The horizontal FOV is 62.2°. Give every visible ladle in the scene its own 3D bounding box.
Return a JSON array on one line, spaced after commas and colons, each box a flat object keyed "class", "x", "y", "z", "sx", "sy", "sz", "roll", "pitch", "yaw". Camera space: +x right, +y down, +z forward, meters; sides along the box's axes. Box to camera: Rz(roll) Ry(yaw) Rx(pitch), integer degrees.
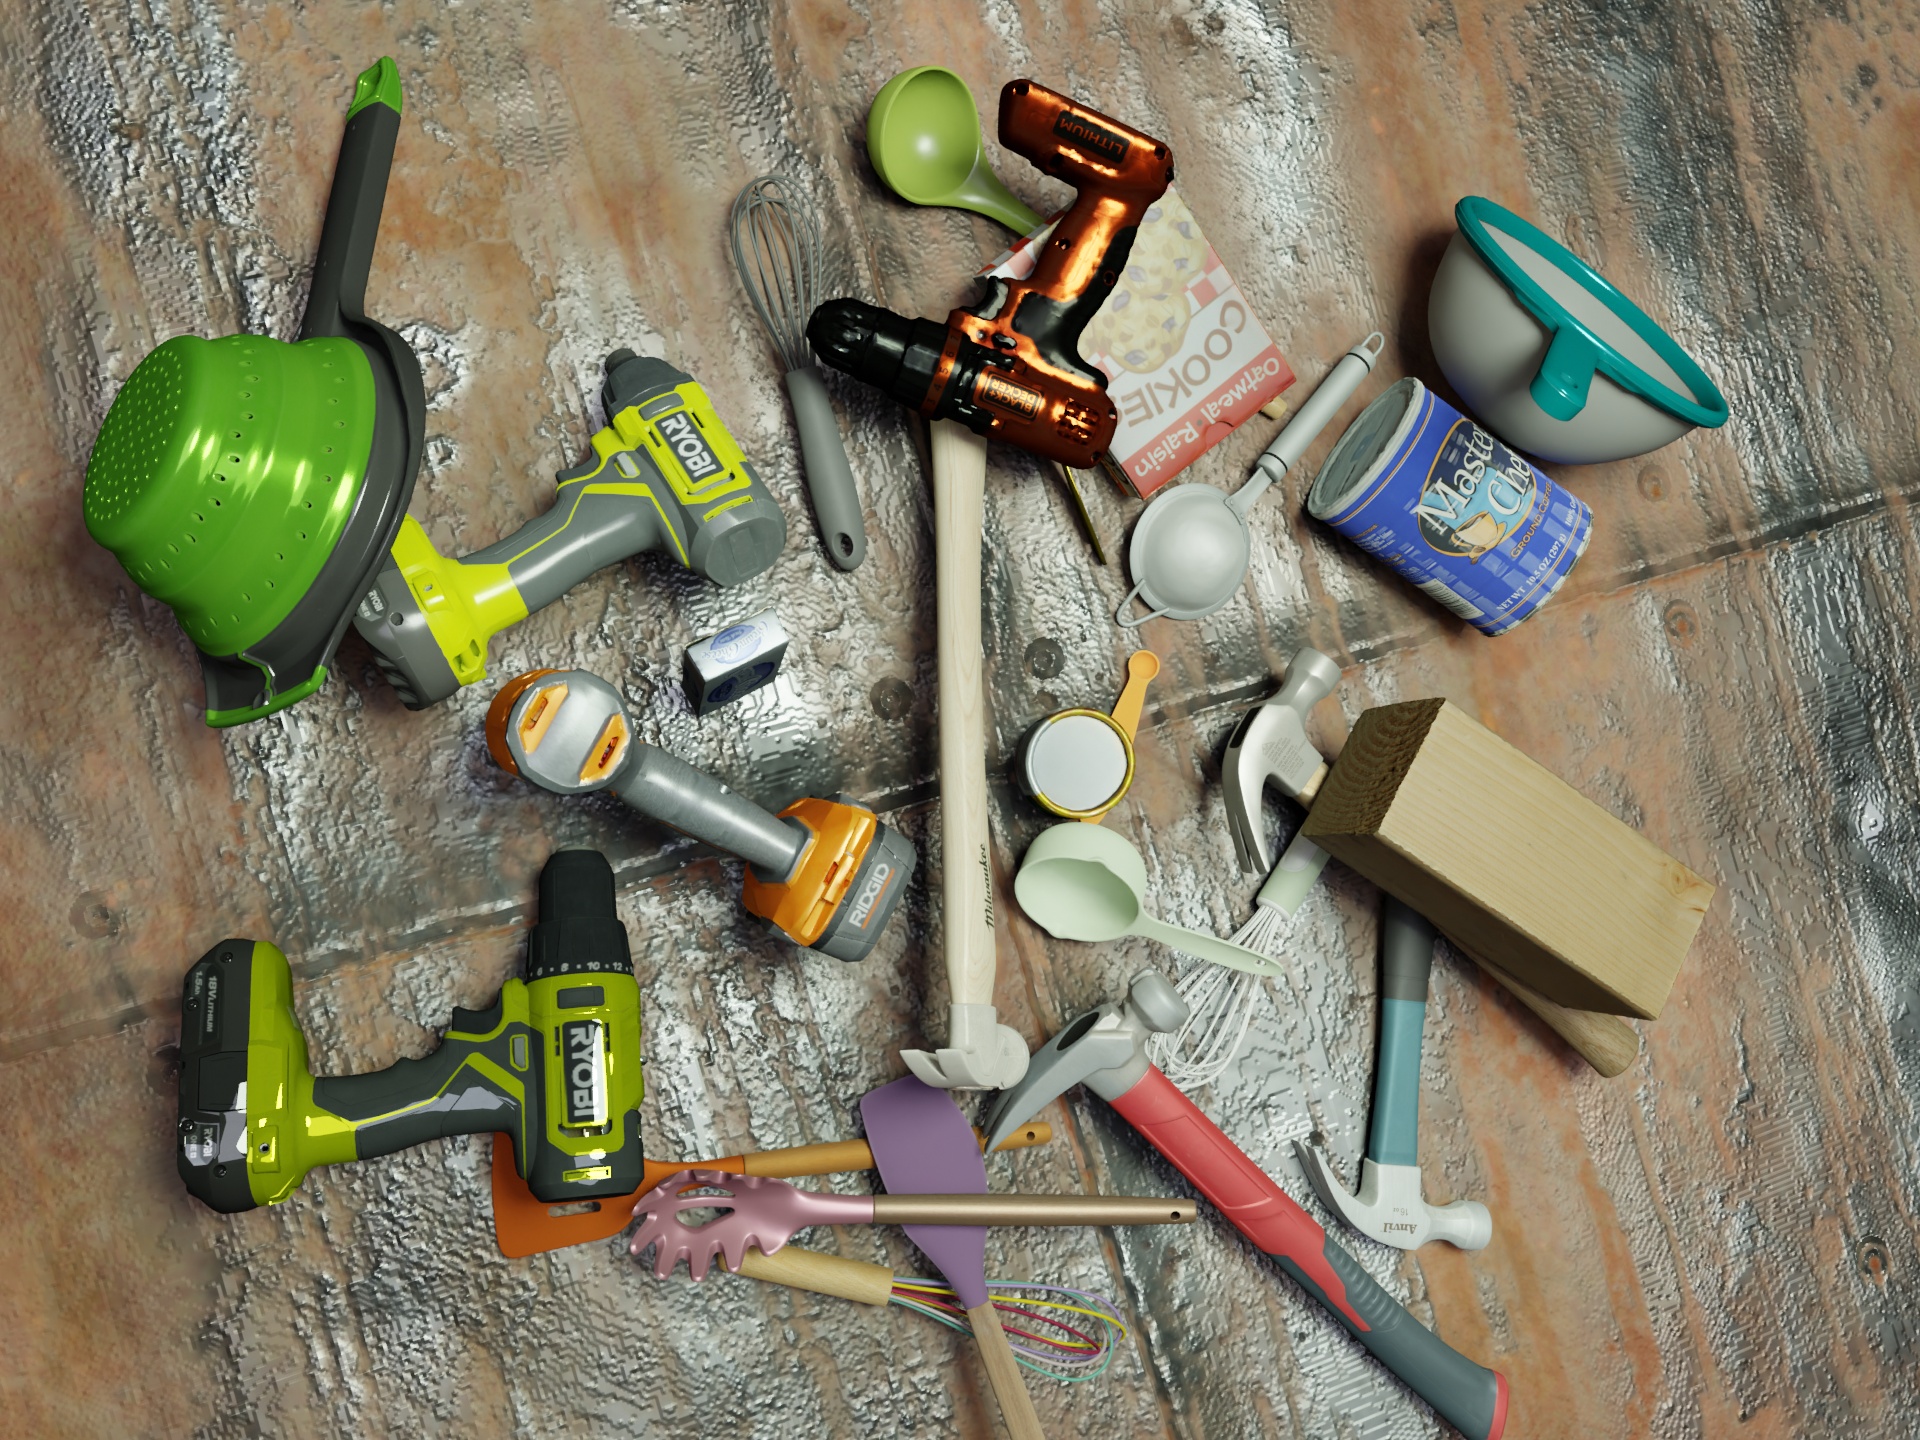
[{"class": "ladle", "x": 0.079, "y": -0.285, "z": 0.983, "sx": 0.320, "sy": 0.062, "sz": 0.078, "roll": 34, "pitch": 86, "yaw": -11}]

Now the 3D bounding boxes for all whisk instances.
[{"class": "whisk", "x": 0.189, "y": 0.123, "z": 0.983, "sx": 0.246, "sy": 0.058, "sz": 0.059, "roll": -54, "pitch": 134, "yaw": -15}, {"class": "whisk", "x": -0.090, "y": -0.206, "z": 0.946, "sx": 0.055, "sy": 0.055, "sz": 0.239, "roll": -14, "pitch": 94, "yaw": -13}, {"class": "whisk", "x": -0.022, "y": 0.337, "z": 0.924, "sx": 0.245, "sy": 0.047, "sz": 0.051, "roll": 15, "pitch": 76, "yaw": -7}]

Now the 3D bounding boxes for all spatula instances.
[{"class": "spatula", "x": 0.021, "y": 0.353, "z": 0.895, "sx": 0.060, "sy": 0.018, "sz": 0.316, "roll": -18, "pitch": 78, "yaw": -15}, {"class": "spatula", "x": -0.103, "y": 0.254, "z": 0.920, "sx": 0.322, "sy": 0.041, "sz": 0.081, "roll": -2, "pitch": 85, "yaw": -17}]

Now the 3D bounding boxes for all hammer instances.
[{"class": "hammer", "x": 0.283, "y": 0.163, "z": 1.007, "sx": 0.128, "sy": 0.033, "sz": 0.331, "roll": 7, "pitch": 84, "yaw": -13}, {"class": "hammer", "x": 0.293, "y": 0.109, "z": 0.979, "sx": 0.331, "sy": 0.031, "sz": 0.130, "roll": 41, "pitch": 76, "yaw": -9}, {"class": "hammer", "x": 0.186, "y": 0.319, "z": 0.952, "sx": 0.143, "sy": 0.038, "sz": 0.386, "roll": -42, "pitch": 104, "yaw": 10}, {"class": "hammer", "x": -0.001, "y": -0.003, "z": 0.896, "sx": 0.038, "sy": 0.146, "sz": 0.411, "roll": -5, "pitch": 75, "yaw": 14}]

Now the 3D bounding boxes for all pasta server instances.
[{"class": "pasta server", "x": -0.021, "y": 0.275, "z": 0.883, "sx": 0.316, "sy": 0.040, "sz": 0.060, "roll": 3, "pitch": 98, "yaw": -8}]

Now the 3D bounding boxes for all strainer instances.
[{"class": "strainer", "x": 0.191, "y": -0.154, "z": 1.001, "sx": 0.258, "sy": 0.050, "sz": 0.086, "roll": -50, "pitch": 116, "yaw": -12}, {"class": "strainer", "x": 0.342, "y": -0.201, "z": 0.946, "sx": 0.211, "sy": 0.095, "sz": 0.340, "roll": 41, "pitch": 34, "yaw": 3}]

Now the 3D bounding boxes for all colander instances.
[{"class": "colander", "x": -0.361, "y": -0.199, "z": 0.818, "sx": 0.094, "sy": 0.204, "sz": 0.397, "roll": 26, "pitch": 59, "yaw": -47}]

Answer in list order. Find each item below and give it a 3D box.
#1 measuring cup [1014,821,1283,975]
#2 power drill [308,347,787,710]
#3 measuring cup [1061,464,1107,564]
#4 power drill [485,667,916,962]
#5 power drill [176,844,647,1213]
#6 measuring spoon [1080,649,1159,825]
[{"class": "measuring cup", "x": 0.115, "y": 0.109, "z": 0.946, "sx": 0.167, "sy": 0.083, "sz": 0.038, "roll": 21, "pitch": 47, "yaw": -2}, {"class": "power drill", "x": -0.229, "y": -0.114, "z": 0.873, "sx": 0.223, "sy": 0.080, "sz": 0.171, "roll": -27, "pitch": 60, "yaw": -14}, {"class": "measuring cup", "x": 0.048, "y": -0.161, "z": 0.975, "sx": 0.029, "sy": 0.062, "sz": 0.156, "roll": -24, "pitch": 104, "yaw": 8}, {"class": "power drill", "x": -0.152, "y": 0.043, "z": 0.868, "sx": 0.226, "sy": 0.164, "sz": 0.084, "roll": 31, "pitch": 80, "yaw": -21}, {"class": "power drill", "x": -0.285, "y": 0.166, "z": 0.852, "sx": 0.228, "sy": 0.080, "sz": 0.191, "roll": -2, "pitch": 71, "yaw": -14}, {"class": "measuring spoon", "x": 0.097, "y": 0.012, "z": 0.989, "sx": 0.021, "sy": 0.011, "sz": 0.117, "roll": 20, "pitch": 85, "yaw": -2}]
